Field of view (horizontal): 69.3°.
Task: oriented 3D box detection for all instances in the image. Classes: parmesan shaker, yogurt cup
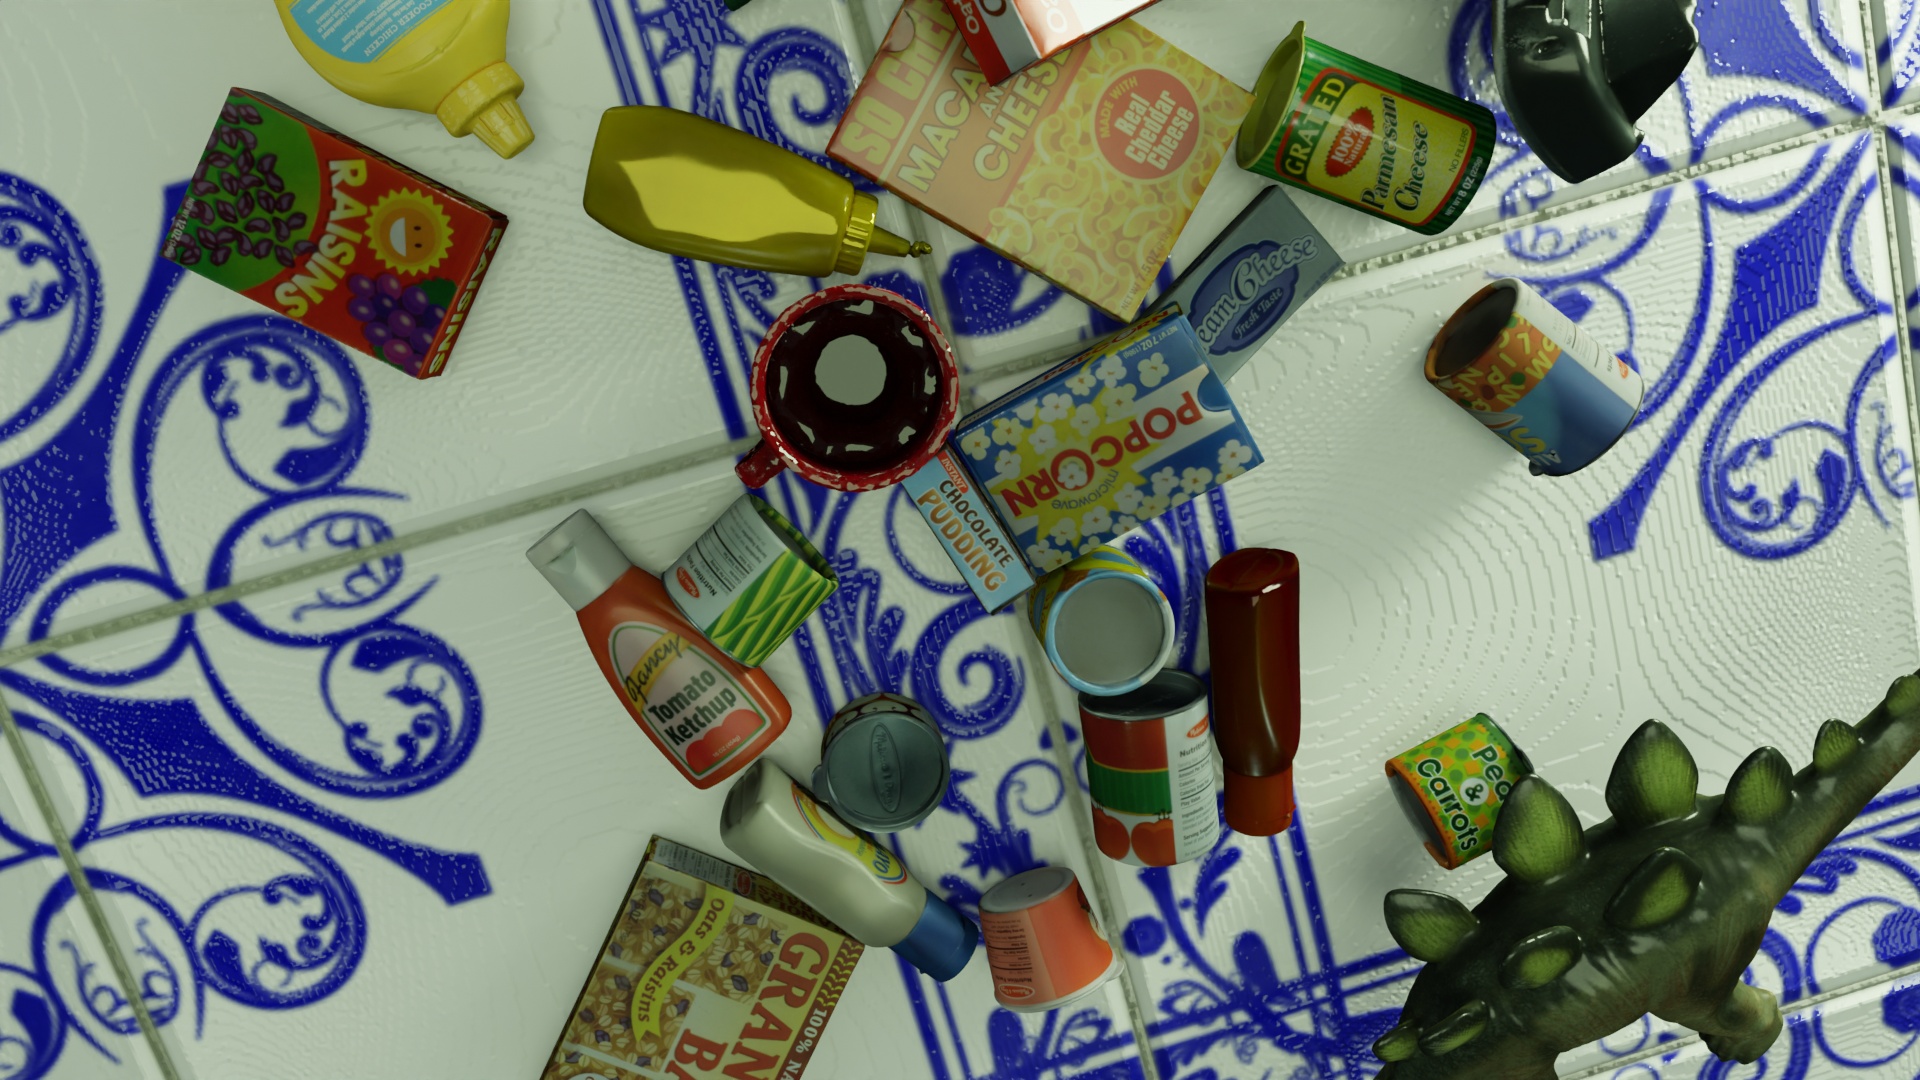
[{"bbox_3d":[0.194,-0.196,0.664,0.103,0.071,0.071,17,100,-9],"label":"parmesan shaker"},{"bbox_3d":[0.043,0.209,0.736,0.072,0.072,0.054,-18,95,-2],"label":"yogurt cup"}]

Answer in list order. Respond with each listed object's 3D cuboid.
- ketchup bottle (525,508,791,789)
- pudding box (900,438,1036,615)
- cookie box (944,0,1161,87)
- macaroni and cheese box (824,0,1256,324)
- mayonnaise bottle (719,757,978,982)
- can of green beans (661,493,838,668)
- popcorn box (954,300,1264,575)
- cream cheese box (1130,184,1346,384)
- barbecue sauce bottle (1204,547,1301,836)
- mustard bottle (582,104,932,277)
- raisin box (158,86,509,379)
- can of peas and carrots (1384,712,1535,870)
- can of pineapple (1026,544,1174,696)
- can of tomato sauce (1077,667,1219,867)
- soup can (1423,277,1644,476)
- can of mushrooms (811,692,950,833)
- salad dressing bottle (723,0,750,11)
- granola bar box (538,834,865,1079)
[{"bbox_3d":[-0.153,0.051,0.691,0.064,0.043,0.148,-37,103,7],"label":"ketchup bottle"},{"bbox_3d":[0.002,-0.009,0.692,0.030,0.050,0.083,-32,103,3],"label":"pudding box"},{"bbox_3d":[0.050,-0.287,0.604,0.168,0.040,0.122,-37,105,-30],"label":"cookie box"},{"bbox_3d":[0.037,-0.198,0.661,0.166,0.040,0.123,27,97,-11],"label":"macaroni and cheese box"},{"bbox_3d":[-0.056,0.174,0.719,0.148,0.065,0.041,39,98,-16],"label":"mayonnaise bottle"},{"bbox_3d":[-0.102,0.019,0.678,0.058,0.071,0.071,-45,103,4],"label":"can of green beans"},{"bbox_3d":[0.071,-0.049,0.682,0.126,0.038,0.085,-28,106,14],"label":"popcorn box"},{"bbox_3d":[0.137,-0.122,0.696,0.053,0.024,0.104,44,94,-12],"label":"cream cheese box"},{"bbox_3d":[0.154,0.082,0.724,0.043,0.065,0.148,6,113,31],"label":"barbecue sauce bottle"},{"bbox_3d":[-0.091,-0.155,0.652,0.160,0.049,0.065,15,100,-10],"label":"mustard bottle"},{"bbox_3d":[-0.285,-0.139,0.639,0.123,0.040,0.086,26,97,-9],"label":"raisin box"},{"bbox_3d":[0.269,0.134,0.740,0.059,0.071,0.071,-27,103,1],"label":"can of peas and carrots"},{"bbox_3d":[0.069,0.039,0.705,0.071,0.058,0.070,-1,102,-6],"label":"can of pineapple"},{"bbox_3d":[0.096,0.116,0.720,0.071,0.071,0.083,-9,105,-4],"label":"can of tomato sauce"},{"bbox_3d":[0.286,-0.080,0.701,0.084,0.071,0.071,34,96,-11],"label":"soup can"},{"bbox_3d":[-0.042,0.115,0.721,0.071,0.033,0.071,-1,103,-6],"label":"can of mushrooms"},{"bbox_3d":[-0.053,-0.296,0.630,0.147,0.044,0.064,-32,99,2],"label":"salad dressing bottle"},{"bbox_3d":[-0.140,0.255,0.737,0.124,0.039,0.165,25,98,-10],"label":"granola bar box"}]
